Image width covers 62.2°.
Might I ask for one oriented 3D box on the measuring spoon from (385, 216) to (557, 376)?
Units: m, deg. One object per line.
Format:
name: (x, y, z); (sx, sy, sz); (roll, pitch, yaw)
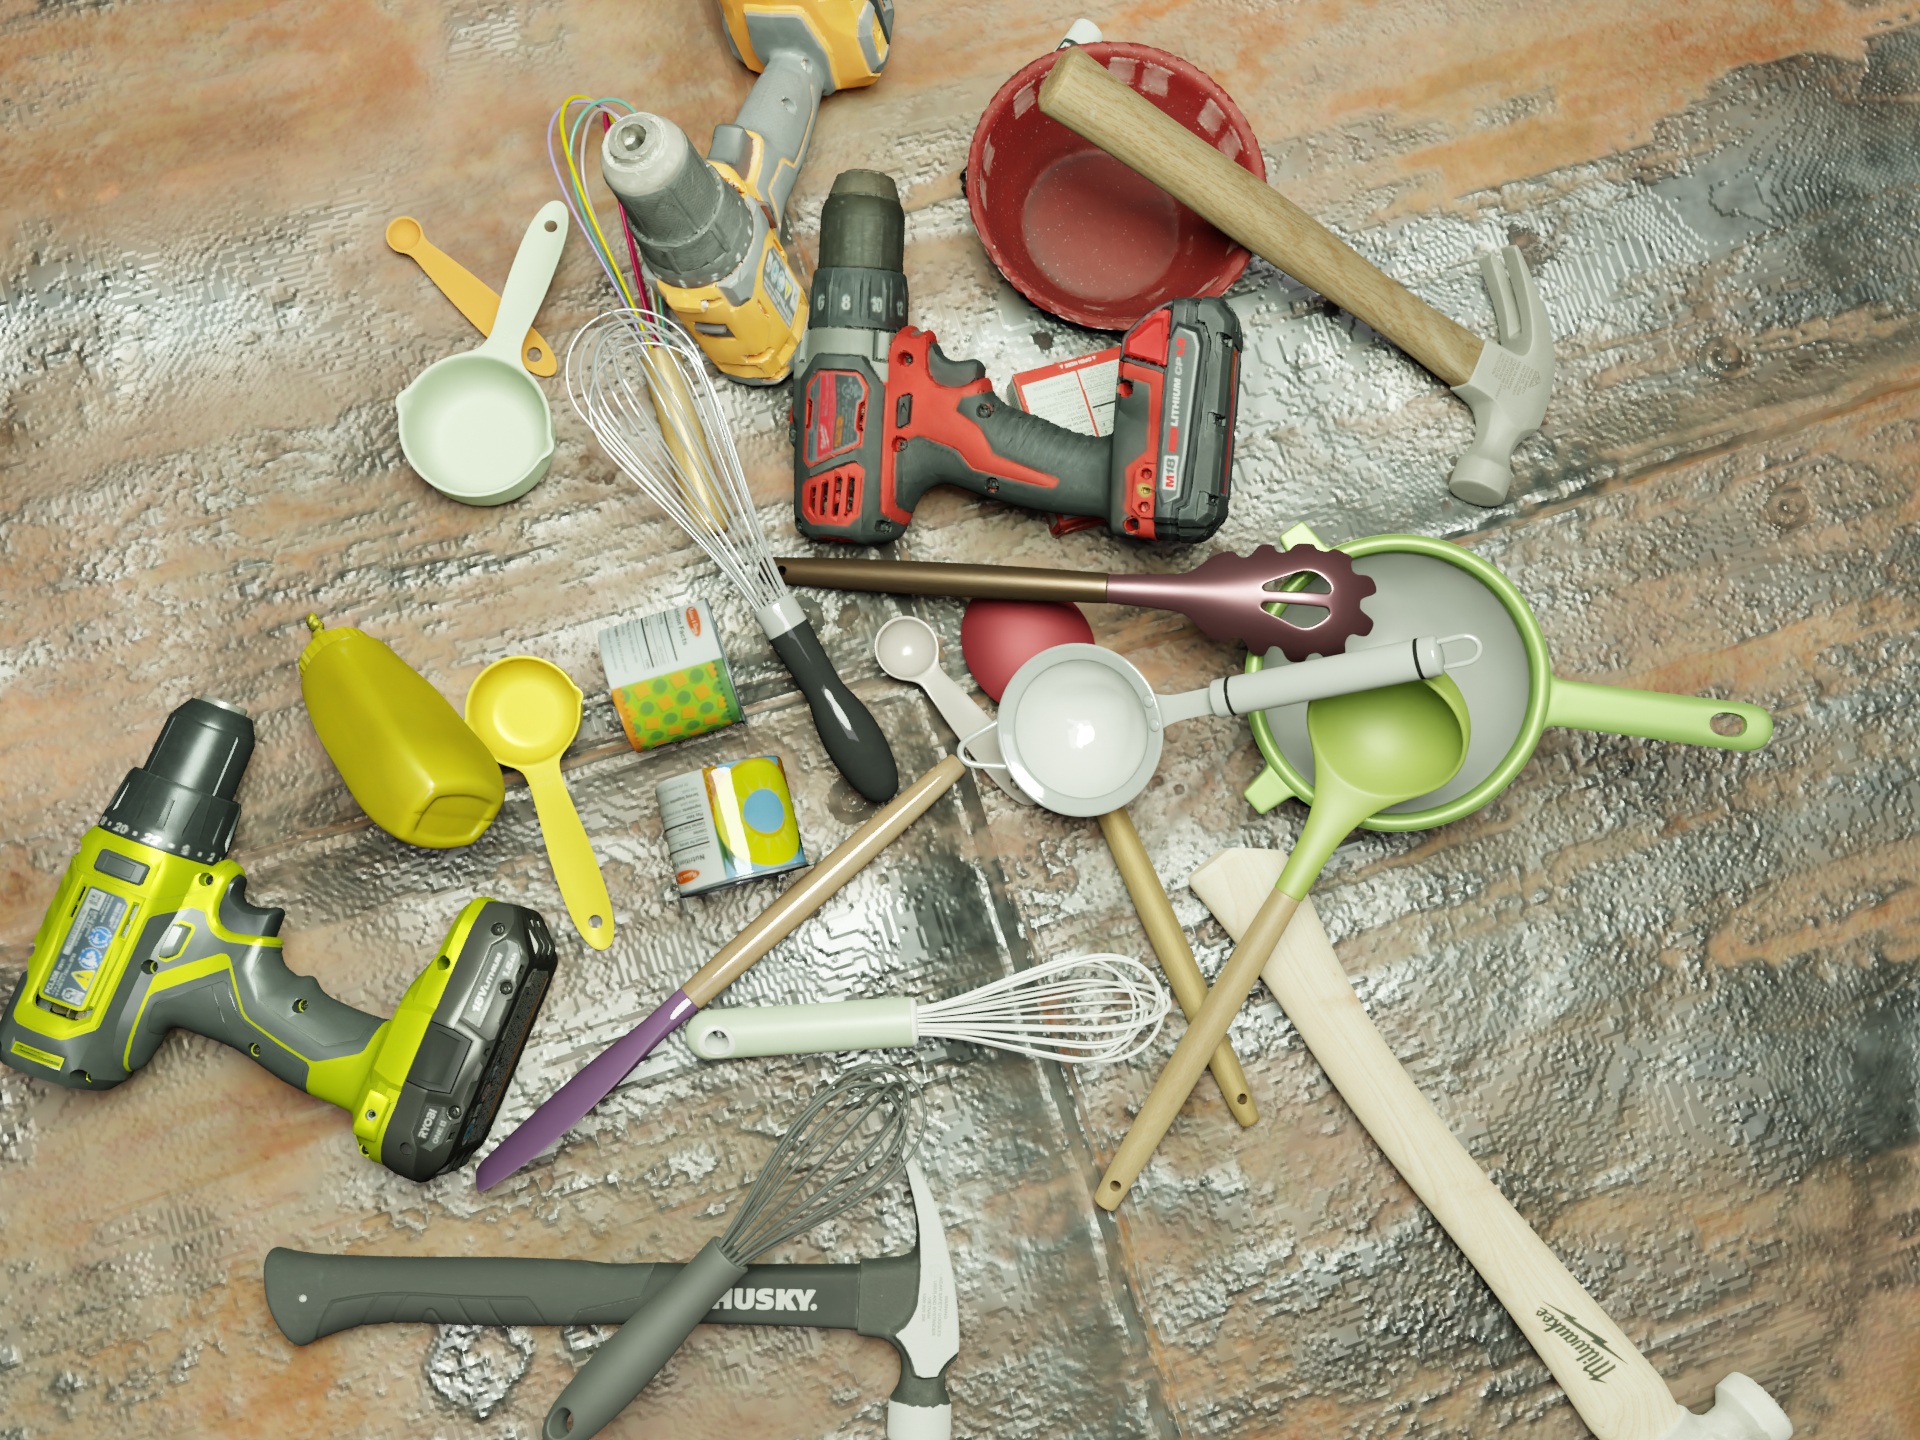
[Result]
measuring spoon: (-0.260, -0.225, 0.851); (0.117, 0.011, 0.021); (43, 87, -2)

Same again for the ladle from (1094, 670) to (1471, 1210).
ladle: (0.147, 0.109, 0.783); (0.078, 0.062, 0.320); (31, 98, 13)

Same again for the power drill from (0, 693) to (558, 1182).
power drill: (-0.320, 0.107, 0.768); (0.228, 0.080, 0.190); (21, 80, 0)

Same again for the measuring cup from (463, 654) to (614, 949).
measuring cup: (-0.207, 0.042, 0.816); (0.062, 0.029, 0.156); (-18, 96, -5)

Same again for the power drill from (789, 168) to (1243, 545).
power drill: (0.024, -0.177, 0.798); (0.227, 0.080, 0.188); (5, 97, 13)

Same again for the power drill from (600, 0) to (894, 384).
power drill: (-0.107, -0.305, 0.787); (0.084, 0.185, 0.226); (9, 78, 15)

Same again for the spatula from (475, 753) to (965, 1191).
spatula: (-0.116, 0.123, 0.800); (0.316, 0.060, 0.018); (-41, 105, -14)

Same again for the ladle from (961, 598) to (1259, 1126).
ladle: (0.085, 0.066, 0.835); (0.069, 0.031, 0.315); (-24, 87, -8)

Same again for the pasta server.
pasta server: (0.050, -0.068, 0.813); (0.316, 0.040, 0.060); (4, 91, 13)

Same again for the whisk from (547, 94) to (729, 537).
whisk: (-0.162, -0.216, 0.843); (0.051, 0.047, 0.245); (-17, 89, 5)

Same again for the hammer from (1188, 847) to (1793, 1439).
hammer: (0.245, 0.243, 0.820); (0.146, 0.038, 0.410); (-36, 87, -7)

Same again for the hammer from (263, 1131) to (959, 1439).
hammer: (-0.167, 0.275, 0.780); (0.334, 0.035, 0.146); (3, 83, -5)

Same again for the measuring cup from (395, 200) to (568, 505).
measuring cup: (-0.236, -0.191, 0.834); (0.083, 0.038, 0.168); (17, 79, -3)

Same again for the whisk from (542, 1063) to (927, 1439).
whisk: (-0.107, 0.255, 0.748); (0.055, 0.055, 0.239); (45, 87, 2)

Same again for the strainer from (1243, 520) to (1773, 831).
strainer: (0.276, -0.012, 0.824); (0.256, 0.069, 0.151); (8, 91, 8)

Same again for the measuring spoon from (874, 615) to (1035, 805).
measuring spoon: (-0.001, -0.003, 0.843); (0.034, 0.018, 0.124); (-41, 94, -15)

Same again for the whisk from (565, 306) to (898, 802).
whisk: (-0.108, -0.081, 0.805); (0.070, 0.070, 0.284); (-31, 99, -8)

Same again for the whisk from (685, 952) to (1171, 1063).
whisk: (-0.016, 0.151, 0.805); (0.246, 0.059, 0.057); (-4, 103, -1)

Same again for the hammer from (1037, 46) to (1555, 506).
hammer: (0.184, -0.246, 0.832); (0.331, 0.031, 0.130); (27, 79, -20)

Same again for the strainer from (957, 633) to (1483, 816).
strainer: (0.121, -0.008, 0.767); (0.258, 0.050, 0.087); (-12, 91, 28)
